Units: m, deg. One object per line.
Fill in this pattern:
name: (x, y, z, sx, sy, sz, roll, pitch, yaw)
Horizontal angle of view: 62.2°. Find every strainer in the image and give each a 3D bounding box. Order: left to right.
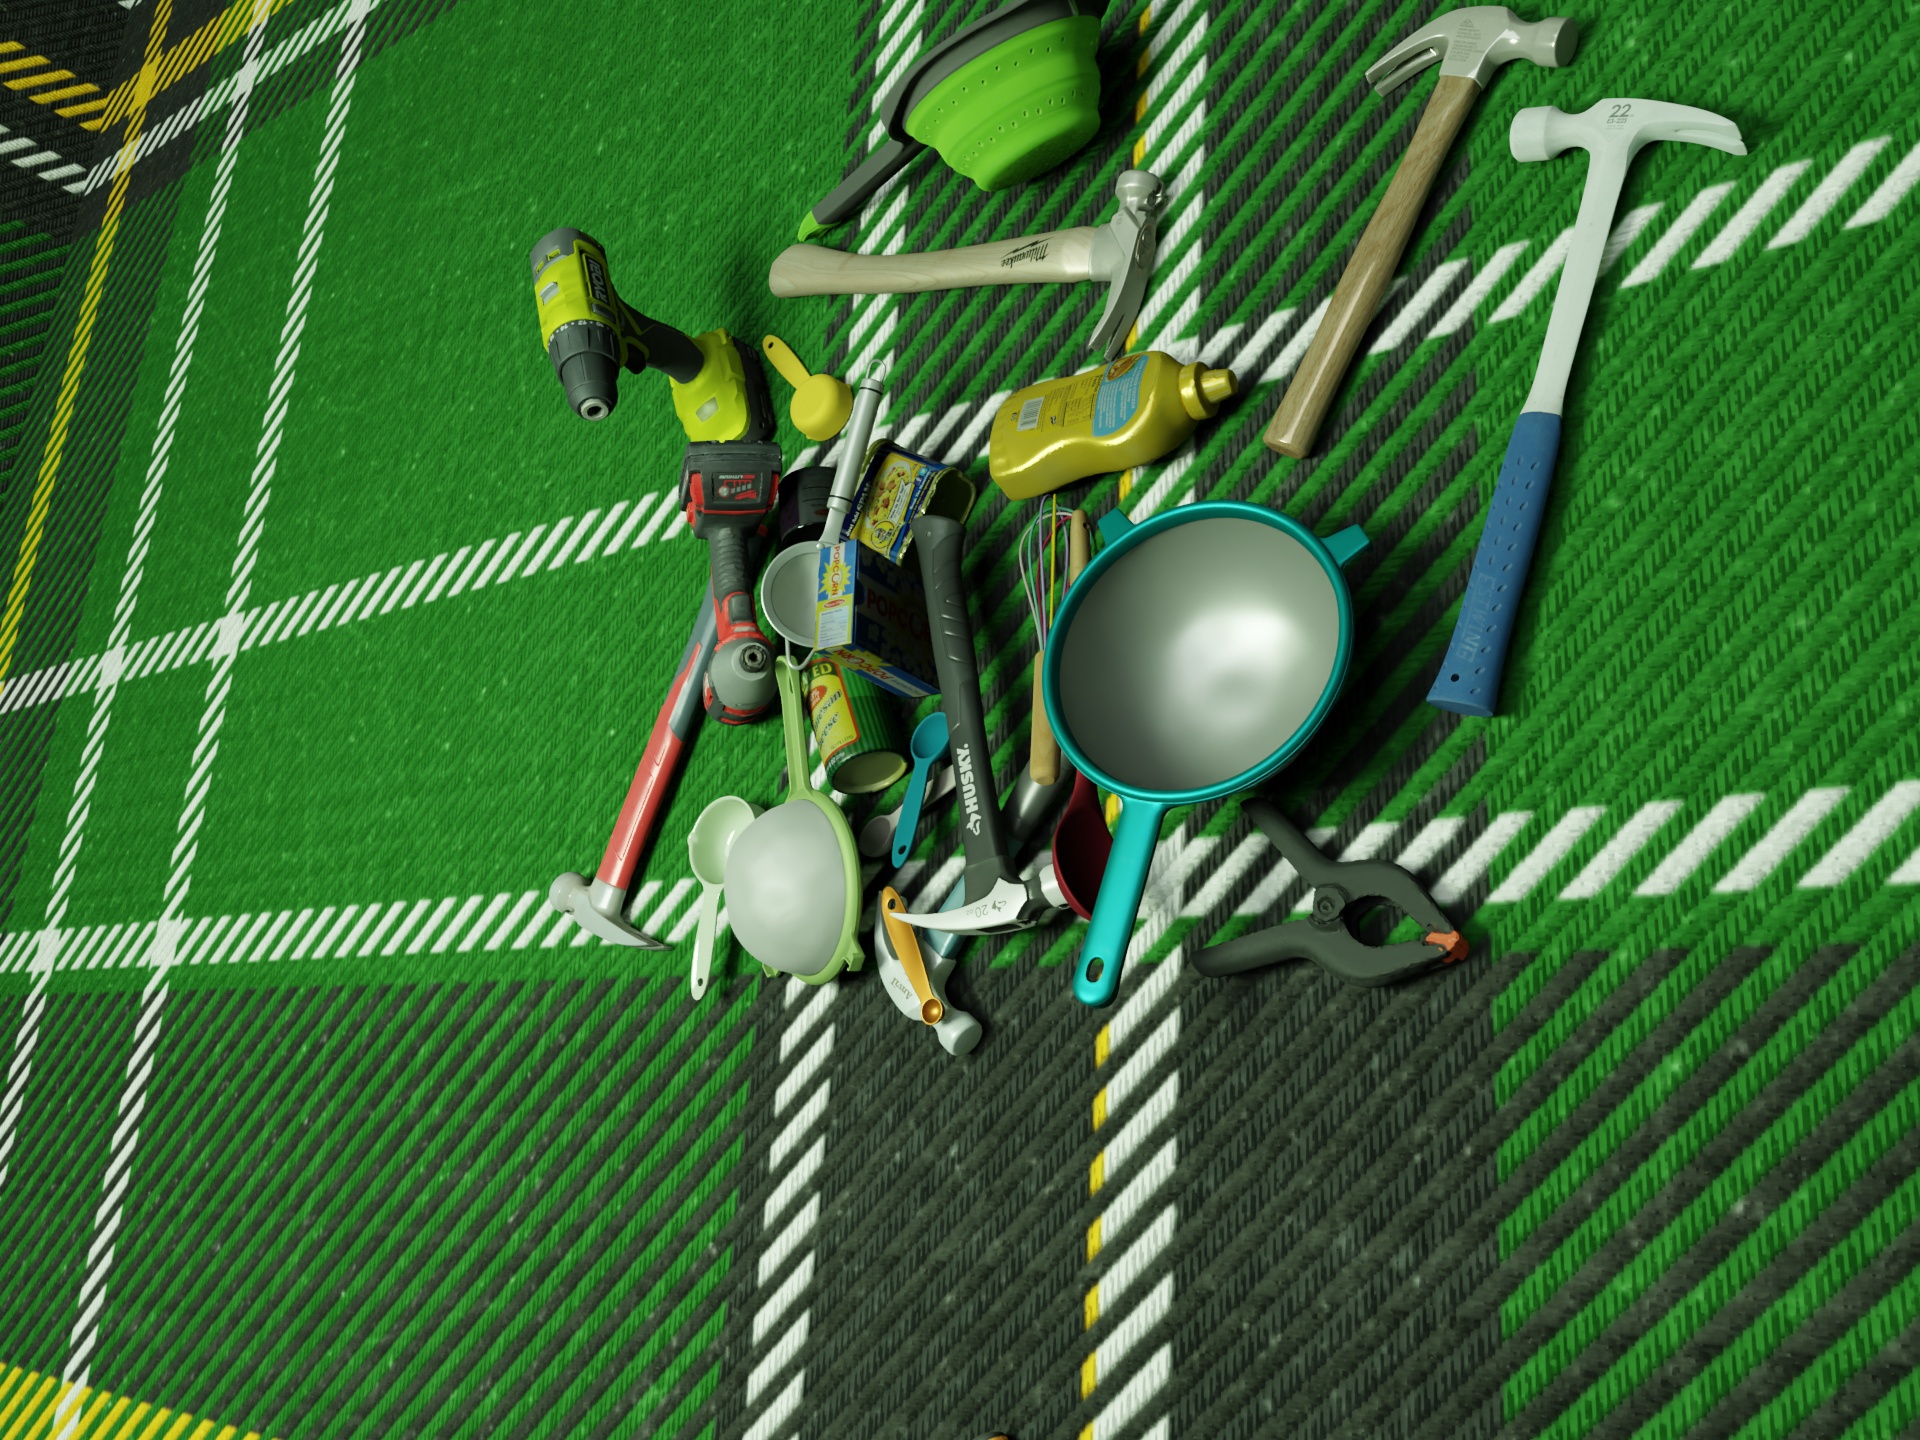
strainer: (-0.144, 0.076, 1.219, 0.151, 0.069, 0.256, -17, 77, 56)
strainer: (-0.097, -0.163, 1.261, 0.050, 0.087, 0.258, 166, 119, -83)
strainer: (0.147, 0.028, 1.032, 0.211, 0.095, 0.340, 9, 75, 34)

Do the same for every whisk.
whisk: (0.067, -0.062, 1.149, 0.047, 0.051, 0.245, -43, 35, 51)

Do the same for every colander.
colander: (-0.005, -0.472, 1.338, 0.397, 0.204, 0.094, -22, 96, 48)

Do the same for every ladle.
ladle: (0.086, -0.008, 1.097, 0.031, 0.069, 0.316, -25, 56, 44)

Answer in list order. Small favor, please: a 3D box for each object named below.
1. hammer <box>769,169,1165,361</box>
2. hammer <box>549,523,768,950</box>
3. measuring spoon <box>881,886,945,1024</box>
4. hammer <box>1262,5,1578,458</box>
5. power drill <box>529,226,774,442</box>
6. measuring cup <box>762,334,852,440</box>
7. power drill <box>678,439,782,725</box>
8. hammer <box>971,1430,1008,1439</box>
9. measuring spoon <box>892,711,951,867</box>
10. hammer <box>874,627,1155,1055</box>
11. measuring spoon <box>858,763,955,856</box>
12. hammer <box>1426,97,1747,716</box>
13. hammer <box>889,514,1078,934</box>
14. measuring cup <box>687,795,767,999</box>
hammer: (-0.016, -0.375, 1.353, 0.411, 0.038, 0.146, 9, 82, 40)
hammer: (-0.242, 0.007, 1.395, 0.143, 0.038, 0.386, 19, 87, 39)
measuring spoon: (-0.034, 0.169, 1.152, 0.021, 0.011, 0.117, -40, 52, 22)
hammer: (0.293, -0.337, 1.099, 0.130, 0.031, 0.331, 27, 93, 40)
power drill: (-0.273, -0.310, 1.403, 0.080, 0.228, 0.191, -32, 57, 26)
measuring cup: (-0.150, -0.311, 1.437, 0.062, 0.029, 0.157, -49, 53, 14)
power drill: (-0.185, -0.113, 1.315, 0.143, 0.078, 0.220, 141, 125, -72)
hammer: (0.095, 0.575, 0.935, 0.127, 0.034, 0.337, -48, 52, 16)
measuring spoon: (-0.027, 0.055, 1.208, 0.042, 0.021, 0.129, -8, 59, 44)
hammer: (0.044, 0.070, 1.152, 0.128, 0.033, 0.331, 36, 98, 39)
measuring spoon: (-0.027, 0.066, 1.224, 0.124, 0.018, 0.034, -38, 39, 14)
hammer: (0.369, -0.199, 0.988, 0.144, 0.035, 0.405, 12, 82, 40)
hammer: (-0.002, -0.004, 1.166, 0.146, 0.035, 0.335, -23, 63, 28)
measuring cup: (-0.191, 0.147, 1.308, 0.083, 0.038, 0.168, 0, 77, 38)
